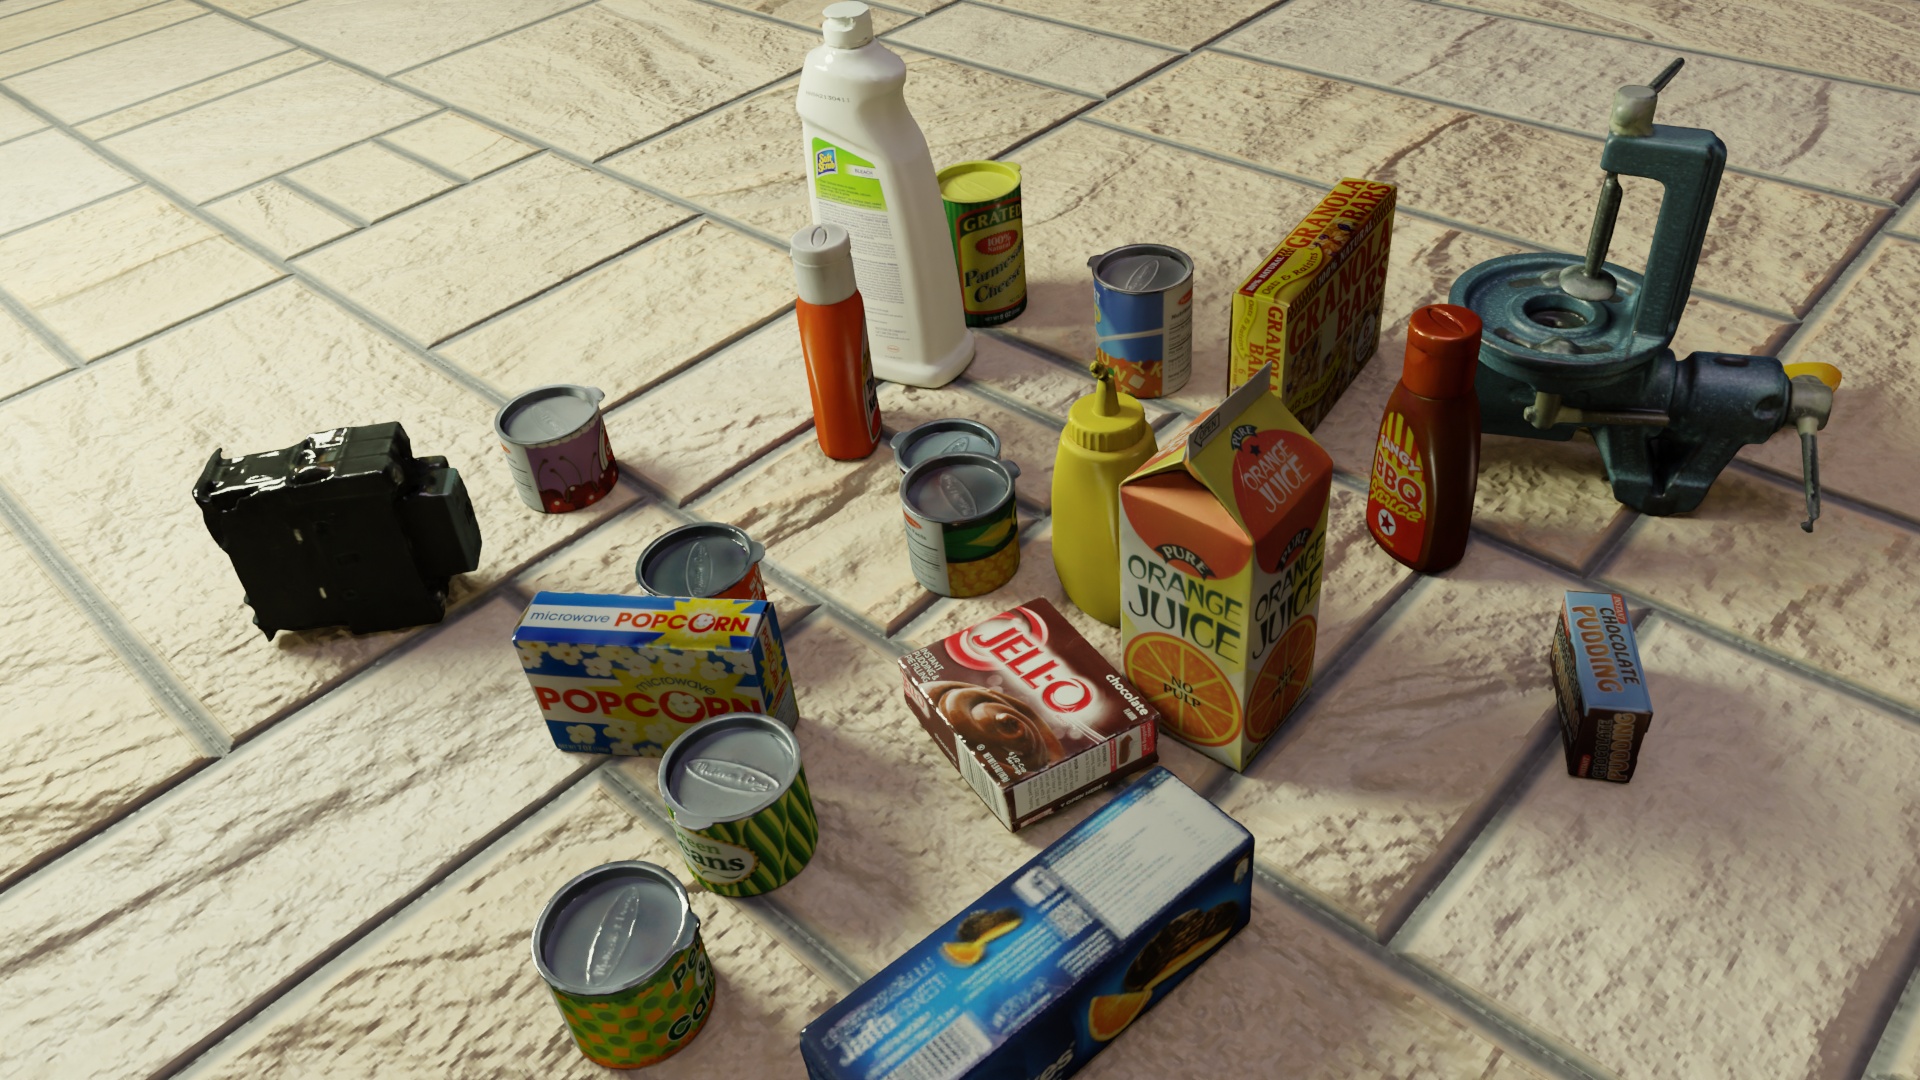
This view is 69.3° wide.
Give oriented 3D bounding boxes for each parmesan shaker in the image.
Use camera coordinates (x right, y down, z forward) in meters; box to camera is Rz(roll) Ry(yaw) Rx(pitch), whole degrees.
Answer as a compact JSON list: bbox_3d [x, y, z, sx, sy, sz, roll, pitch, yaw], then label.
[{"bbox_3d":[0.017,-0.218,1.018,0.071,0.102,0.072,-4,39,3],"label":"parmesan shaker"}]

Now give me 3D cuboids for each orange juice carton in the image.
[{"bbox_3d":[0.125,0.011,0.658,0.073,0.191,0.072,25,49,33],"label":"orange juice carton"}]

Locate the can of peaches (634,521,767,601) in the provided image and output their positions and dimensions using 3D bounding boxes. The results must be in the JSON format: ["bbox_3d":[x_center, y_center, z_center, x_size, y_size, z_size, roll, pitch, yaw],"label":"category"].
[{"bbox_3d":[-0.139,0.032,0.772,0.071,0.057,0.071,-4,39,3],"label":"can of peaches"}]

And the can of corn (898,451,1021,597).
[{"bbox_3d":[0.003,-0.010,0.804,0.071,0.058,0.071,-4,39,3],"label":"can of corn"}]

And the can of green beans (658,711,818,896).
[{"bbox_3d":[-0.104,0.125,0.656,0.071,0.057,0.071,-4,39,3],"label":"can of green beans"}]

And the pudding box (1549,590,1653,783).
[{"bbox_3d":[0.310,0.069,0.675,0.030,0.049,0.084,4,40,12],"label":"pudding box"}]

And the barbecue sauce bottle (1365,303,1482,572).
[{"bbox_3d":[0.255,-0.056,0.756,0.044,0.147,0.065,-17,41,-13],"label":"barbecue sauce bottle"}]

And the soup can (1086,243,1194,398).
[{"bbox_3d":[0.121,-0.148,0.936,0.071,0.083,0.072,-4,39,3],"label":"soup can"}]

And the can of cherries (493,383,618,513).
[{"bbox_3d":[-0.258,-0.060,0.899,0.071,0.058,0.072,-4,39,3],"label":"can of cherries"}]

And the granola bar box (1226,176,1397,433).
[{"bbox_3d":[0.221,-0.138,0.879,0.039,0.123,0.166,20,46,29],"label":"granola bar box"}]

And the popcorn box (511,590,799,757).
[{"bbox_3d":[-0.153,0.070,0.707,0.127,0.084,0.038,2,40,10],"label":"popcorn box"}]

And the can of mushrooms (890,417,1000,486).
[{"bbox_3d":[-0.009,-0.046,0.868,0.071,0.033,0.071,-4,39,3],"label":"can of mushrooms"}]

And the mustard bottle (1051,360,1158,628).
[{"bbox_3d":[0.080,-0.027,0.735,0.049,0.159,0.065,-33,46,-29],"label":"mustard bottle"}]

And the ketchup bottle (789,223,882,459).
[{"bbox_3d":[-0.080,-0.127,0.886,0.043,0.148,0.065,-4,39,2],"label":"ketchup bottle"}]

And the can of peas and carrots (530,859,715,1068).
[{"bbox_3d":[-0.140,0.181,0.592,0.071,0.058,0.071,-4,39,3],"label":"can of peas and carrots"}]
